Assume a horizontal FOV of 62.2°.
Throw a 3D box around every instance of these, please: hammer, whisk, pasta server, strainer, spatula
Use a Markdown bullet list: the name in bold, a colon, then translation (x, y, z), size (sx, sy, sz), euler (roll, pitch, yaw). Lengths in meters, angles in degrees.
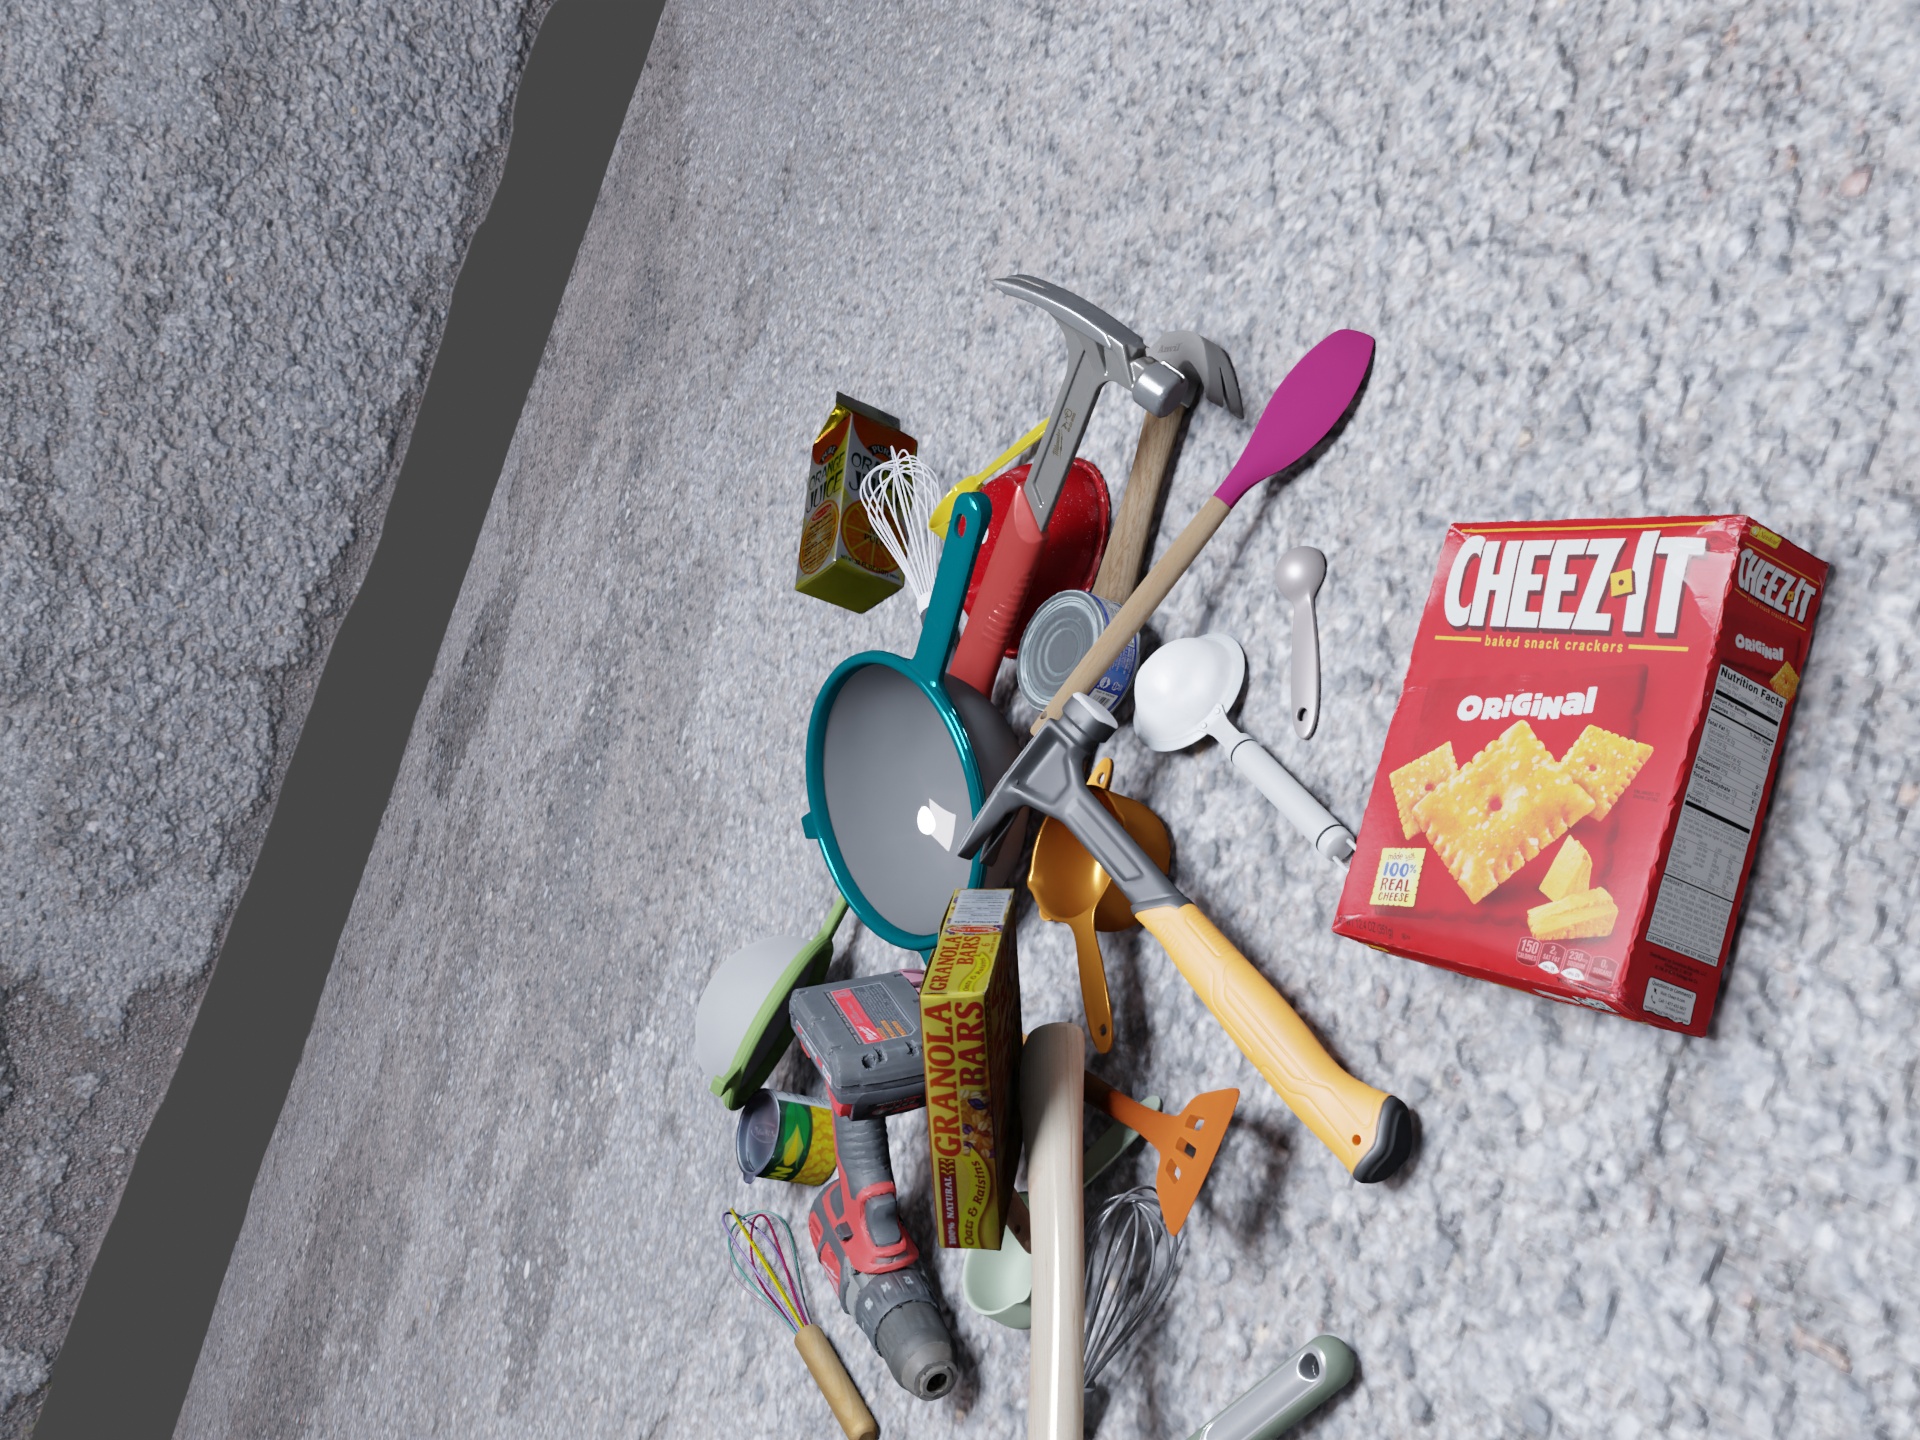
- **hammer**: translation (0.120, 0.125, 0.876), size (0.127, 0.034, 0.337), euler (-53, 46, 13)
- **whisk**: translation (-0.117, 0.434, 1.156), size (0.245, 0.051, 0.047), euler (38, 127, 54)
- **pasta server**: translation (-0.006, 0.249, 1.049), size (0.060, 0.040, 0.316), euler (-65, 27, 10)
- **strainer**: translation (0.162, 0.011, 0.938), size (0.087, 0.050, 0.259), euler (-48, 38, 9)
- **hammer**: translation (0.032, -0.120, 1.108), size (0.149, 0.036, 0.358), euler (38, 129, 23)
- **hammer**: translation (0.112, -0.108, 1.087), size (0.130, 0.031, 0.331), euler (9, 82, 59)
- **whisk**: translation (0.110, 0.385, 0.806), size (0.246, 0.059, 0.058), euler (-50, 39, 24)
- **spatula**: translation (0.071, 0.217, 0.950), size (0.081, 0.041, 0.323), euler (-64, 25, -7)
- **whisk**: translation (0.066, 0.369, 0.890), size (0.055, 0.055, 0.239), euler (34, 107, 59)
- **strainer**: translation (-0.139, 0.176, 1.247), size (0.256, 0.069, 0.151), euler (-61, -9, -12)
- **whisk**: translation (-0.029, -0.116, 1.302), size (0.070, 0.070, 0.285), euler (-46, 44, 36)
- **strainer**: translation (-0.002, -0.003, 1.093), size (0.211, 0.095, 0.340), euler (43, 130, 39)
- **hammer**: translation (0.052, 0.345, 0.802), size (0.146, 0.038, 0.411), euler (128, 152, -50)

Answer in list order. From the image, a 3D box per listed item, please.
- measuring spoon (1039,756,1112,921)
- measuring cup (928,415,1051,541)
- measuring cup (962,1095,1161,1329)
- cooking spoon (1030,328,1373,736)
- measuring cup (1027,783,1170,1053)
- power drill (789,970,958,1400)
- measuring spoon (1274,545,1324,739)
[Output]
- **measuring spoon**: translation (0.080, 0.080, 1.060), size (0.021, 0.011, 0.117), euler (17, 85, 60)
- **measuring cup**: translation (0.038, -0.194, 1.265), size (0.156, 0.029, 0.062), euler (-37, 24, 26)
- **measuring cup**: translation (0.070, 0.290, 0.941), size (0.167, 0.038, 0.083), euler (-47, 24, 6)
- **cooking spoon**: translation (0.146, -0.114, 0.984), size (0.319, 0.017, 0.069), euler (-52, 33, 3)
- **measuring cup**: translation (0.094, 0.124, 0.971), size (0.095, 0.052, 0.174), euler (-39, 45, 41)
- **power drill**: translation (-0.049, 0.296, 1.016), size (0.188, 0.080, 0.226), euler (-141, 48, -62)
- **measuring spoon**: translation (0.197, -0.048, 0.931), size (0.034, 0.018, 0.124), euler (-26, 53, 50)
